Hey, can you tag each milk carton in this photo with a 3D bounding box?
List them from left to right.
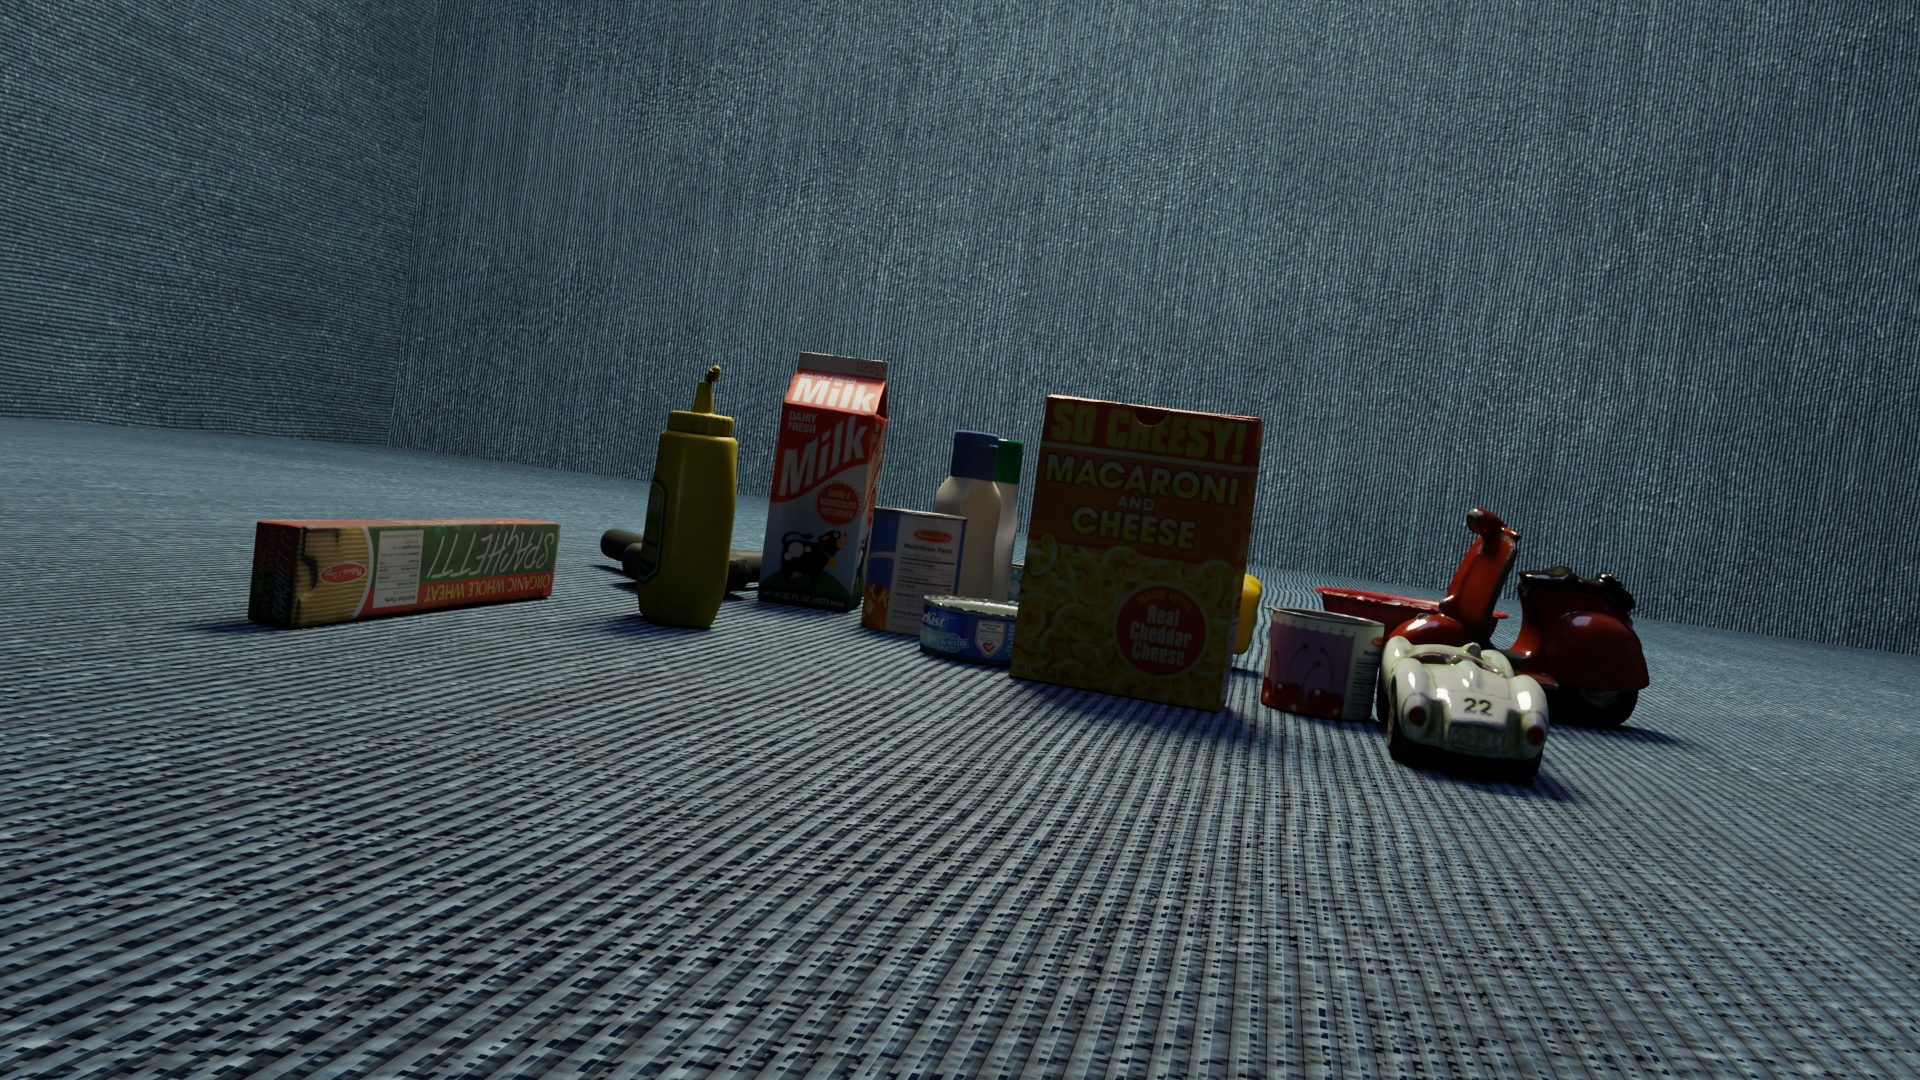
[{"bbox_3d":[-0.102,-0.046,1.060,0.072,0.190,0.073,8,2,3],"label":"milk carton"}]

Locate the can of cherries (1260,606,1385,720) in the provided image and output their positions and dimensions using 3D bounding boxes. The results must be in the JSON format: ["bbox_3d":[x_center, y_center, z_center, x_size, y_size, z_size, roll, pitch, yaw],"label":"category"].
[{"bbox_3d":[0.214,0.073,0.831,0.071,0.058,0.071,7,3,0],"label":"can of cherries"}]

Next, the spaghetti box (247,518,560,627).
[{"bbox_3d":[-0.299,0.013,0.778,0.029,0.050,0.250,8,3,12],"label":"spaghetti box"}]

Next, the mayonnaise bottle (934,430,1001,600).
[{"bbox_3d":[0.004,-0.014,1.125,0.041,0.148,0.065,9,3,40],"label":"mayonnaise bottle"}]

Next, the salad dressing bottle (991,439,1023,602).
[{"bbox_3d":[0.028,-0.016,1.220,0.044,0.147,0.064,7,2,-7],"label":"salad dressing bottle"}]

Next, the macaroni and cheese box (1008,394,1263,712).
[{"bbox_3d":[0.102,0.005,0.800,0.124,0.166,0.040,8,2,17],"label":"macaroni and cheese box"}]

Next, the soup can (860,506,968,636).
[{"bbox_3d":[-0.033,0.021,0.974,0.071,0.083,0.071,7,2,0],"label":"soup can"}]

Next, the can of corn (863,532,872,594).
[{"bbox_3d":[-0.094,0.015,1.204,0.071,0.058,0.071,7,3,0],"label":"can of corn"}]

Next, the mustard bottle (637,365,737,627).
[{"bbox_3d":[-0.166,-0.029,0.856,0.049,0.160,0.065,6,2,-28],"label":"mustard bottle"}]

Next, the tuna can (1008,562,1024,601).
[{"bbox_3d":[0.064,0.041,1.341,0.071,0.033,0.071,7,3,0],"label":"tuna can"}]
